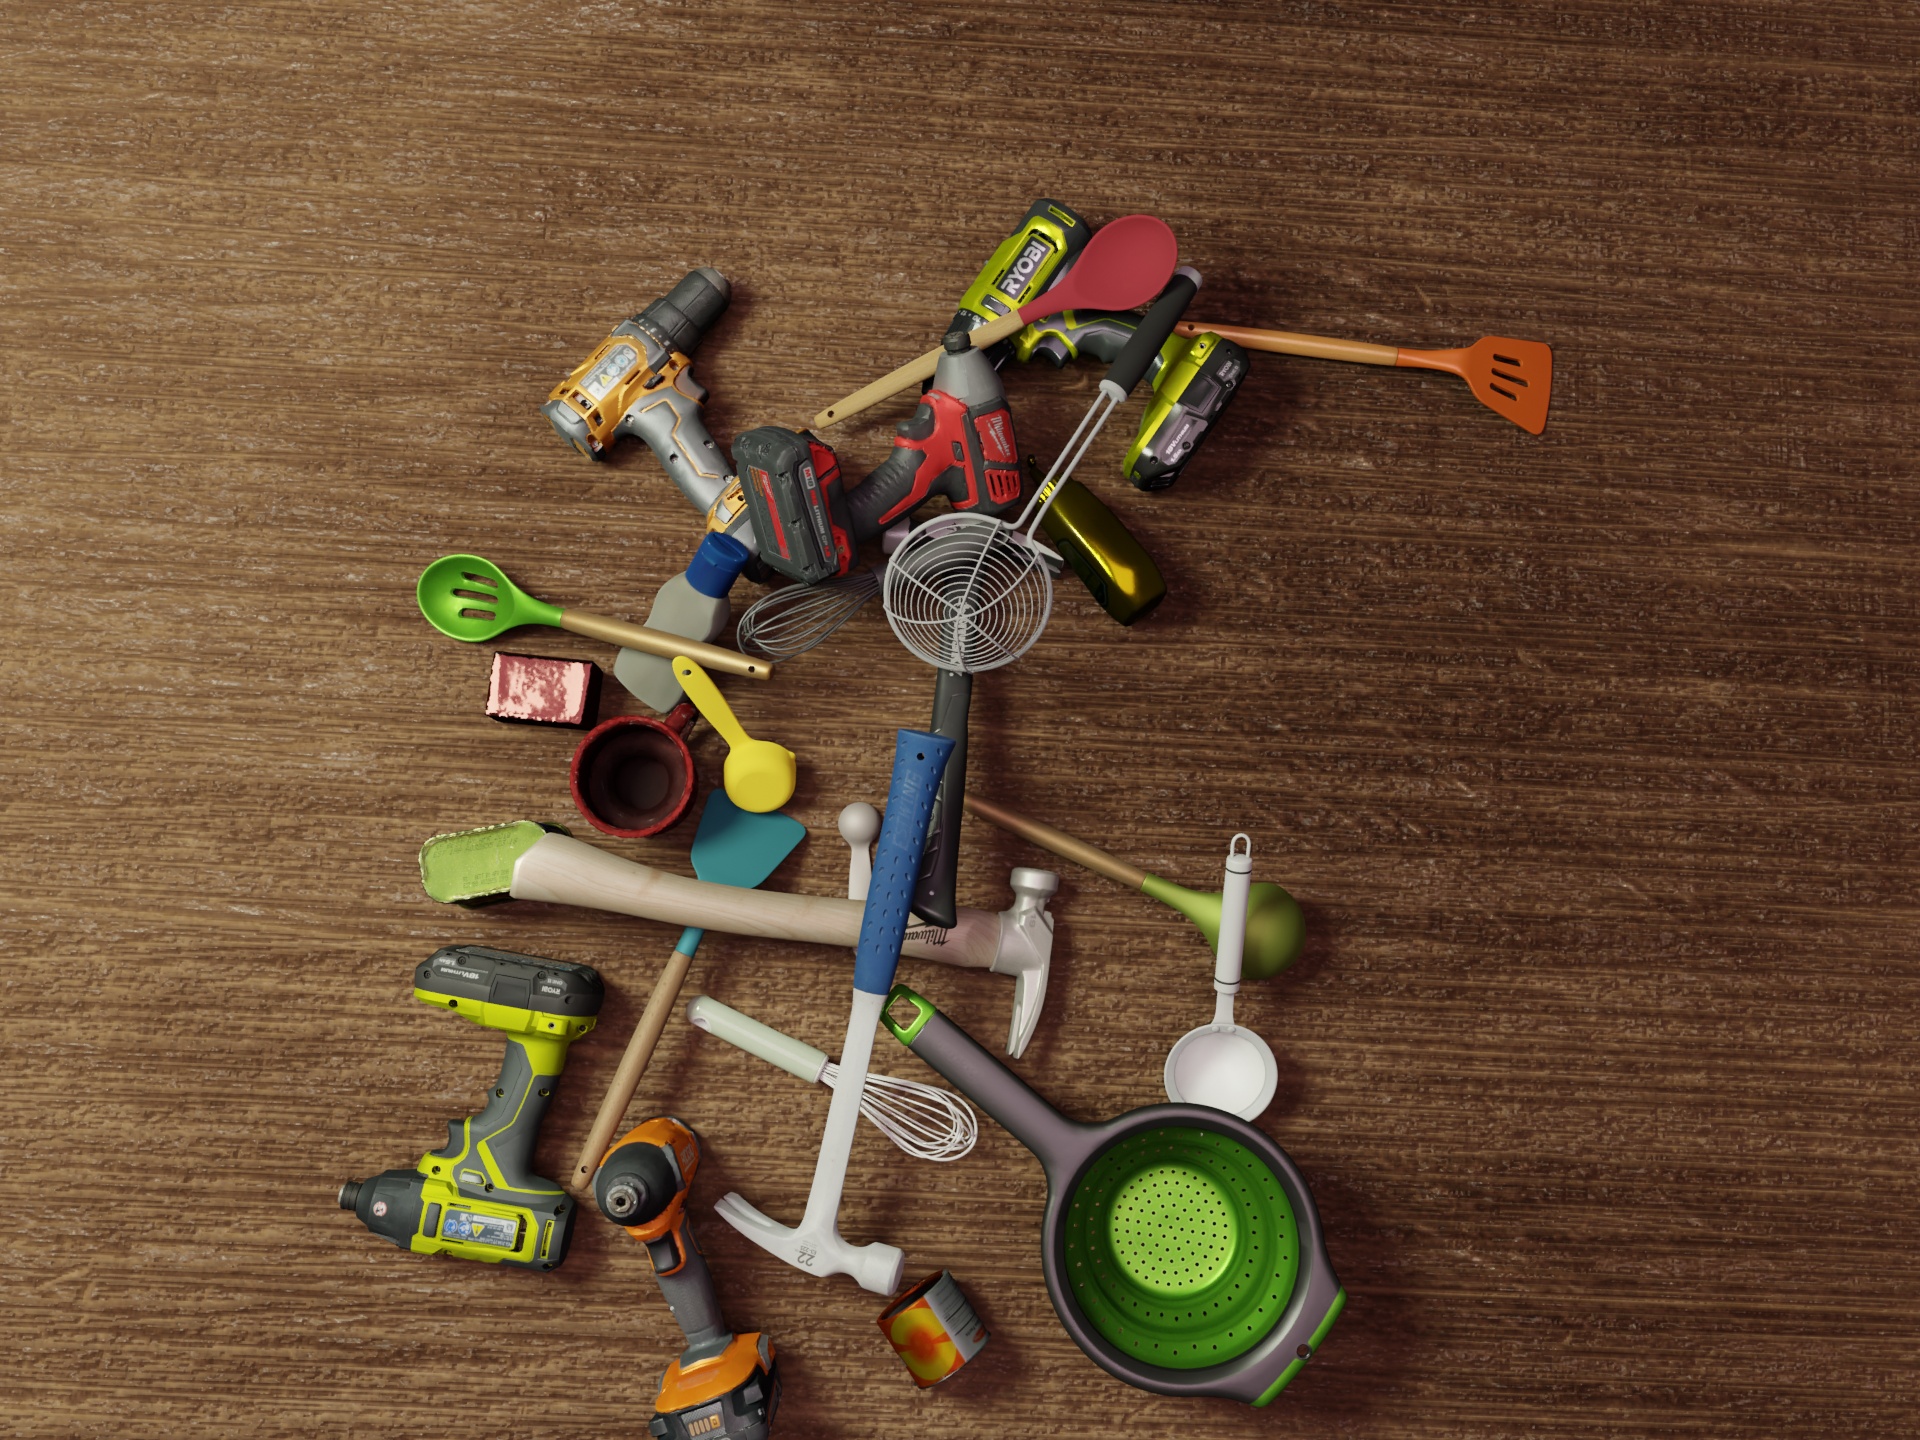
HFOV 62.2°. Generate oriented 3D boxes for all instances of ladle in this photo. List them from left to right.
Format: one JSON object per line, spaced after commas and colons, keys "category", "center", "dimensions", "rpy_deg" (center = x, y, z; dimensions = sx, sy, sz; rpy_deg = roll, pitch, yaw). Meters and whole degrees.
{"category": "ladle", "center": [0.025, -0.304, 1.252], "dimensions": [0.315, 0.031, 0.069], "rpy_deg": [-25, 83, 10]}
{"category": "ladle", "center": [0.121, 0.115, 1.259], "dimensions": [0.320, 0.062, 0.078], "rpy_deg": [24, 92, 8]}

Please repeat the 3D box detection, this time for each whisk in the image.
{"category": "whisk", "center": [-0.100, 0.271, 1.225], "dimensions": [0.246, 0.057, 0.059], "rpy_deg": [25, 48, 4]}
{"category": "whisk", "center": [-0.063, -0.104, 1.229], "dimensions": [0.239, 0.055, 0.055], "rpy_deg": [-24, 84, -16]}

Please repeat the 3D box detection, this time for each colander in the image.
{"category": "colander", "center": [0.098, 0.335, 1.197], "dimensions": [0.397, 0.094, 0.204], "rpy_deg": [39, 85, 7]}

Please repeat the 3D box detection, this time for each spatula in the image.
{"category": "spatula", "center": [-0.219, 0.204, 1.213], "dimensions": [0.082, 0.044, 0.317], "rpy_deg": [24, 77, 1]}
{"category": "spatula", "center": [0.338, -0.303, 1.330], "dimensions": [0.322, 0.041, 0.081], "rpy_deg": [8, 81, 3]}

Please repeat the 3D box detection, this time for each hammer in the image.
{"category": "hammer", "center": [-0.129, 0.157, 1.197], "dimensions": [0.410, 0.038, 0.146], "rpy_deg": [10, 82, -14]}
{"category": "hammer", "center": [-0.073, 0.206, 1.157], "dimensions": [0.144, 0.035, 0.405], "rpy_deg": [13, 95, 11]}
{"category": "hammer", "center": [-0.002, -0.004, 1.235], "dimensions": [0.146, 0.035, 0.335], "rpy_deg": [6, 69, -1]}

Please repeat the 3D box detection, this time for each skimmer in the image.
{"category": "skimmer", "center": [0.075, -0.200, 1.226], "dimensions": [0.127, 0.090, 0.363], "rpy_deg": [36, 75, -11]}

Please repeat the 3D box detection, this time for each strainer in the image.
{"category": "strainer", "center": [0.203, 0.206, 1.210], "dimensions": [0.087, 0.050, 0.258], "rpy_deg": [3, 107, 2]}

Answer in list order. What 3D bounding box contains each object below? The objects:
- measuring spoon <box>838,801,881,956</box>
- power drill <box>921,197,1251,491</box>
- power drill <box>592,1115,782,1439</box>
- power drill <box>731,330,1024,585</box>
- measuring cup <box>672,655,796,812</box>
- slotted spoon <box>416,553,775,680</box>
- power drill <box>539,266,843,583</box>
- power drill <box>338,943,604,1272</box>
{"category": "measuring spoon", "center": [-0.079, 0.126, 1.255], "dimensions": [0.034, 0.018, 0.124], "rpy_deg": [-1, 83, -3]}
{"category": "power drill", "center": [0.099, -0.288, 1.292], "dimensions": [0.228, 0.080, 0.190], "rpy_deg": [35, 87, 5]}
{"category": "power drill", "center": [-0.202, 0.406, 1.140], "dimensions": [0.084, 0.164, 0.226], "rpy_deg": [-19, 85, -2]}
{"category": "power drill", "center": [-0.054, -0.201, 1.208], "dimensions": [0.219, 0.079, 0.143], "rpy_deg": [-27, 120, -26]}
{"category": "measuring cup", "center": [-0.176, 0.013, 1.212], "dimensions": [0.062, 0.156, 0.029], "rpy_deg": [-23, 39, 10]}
{"category": "slotted spoon", "center": [-0.282, -0.071, 1.225], "dimensions": [0.314, 0.031, 0.070], "rpy_deg": [14, 104, 19]}
{"category": "power drill", "center": [-0.195, -0.243, 1.274], "dimensions": [0.226, 0.084, 0.185], "rpy_deg": [40, 81, 8]}
{"category": "power drill", "center": [-0.363, 0.288, 1.195], "dimensions": [0.171, 0.080, 0.223], "rpy_deg": [11, 85, -2]}
